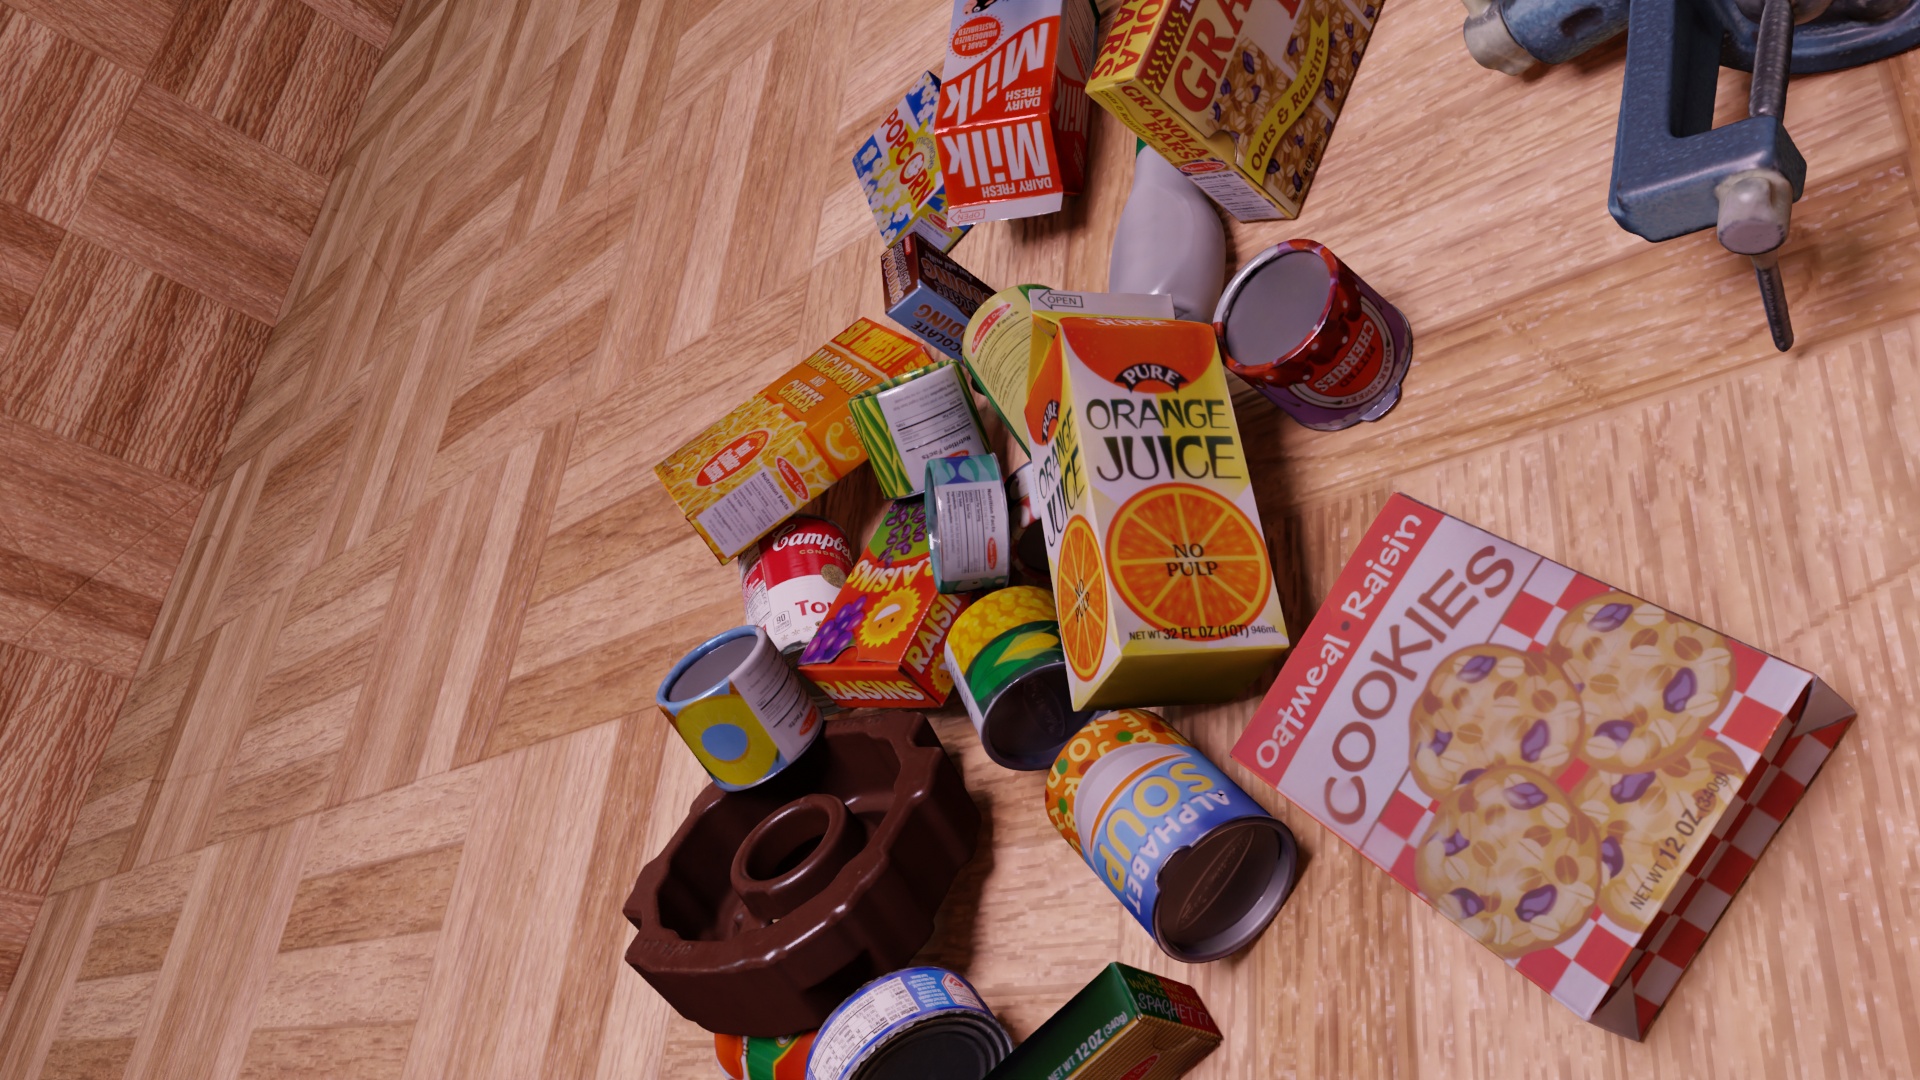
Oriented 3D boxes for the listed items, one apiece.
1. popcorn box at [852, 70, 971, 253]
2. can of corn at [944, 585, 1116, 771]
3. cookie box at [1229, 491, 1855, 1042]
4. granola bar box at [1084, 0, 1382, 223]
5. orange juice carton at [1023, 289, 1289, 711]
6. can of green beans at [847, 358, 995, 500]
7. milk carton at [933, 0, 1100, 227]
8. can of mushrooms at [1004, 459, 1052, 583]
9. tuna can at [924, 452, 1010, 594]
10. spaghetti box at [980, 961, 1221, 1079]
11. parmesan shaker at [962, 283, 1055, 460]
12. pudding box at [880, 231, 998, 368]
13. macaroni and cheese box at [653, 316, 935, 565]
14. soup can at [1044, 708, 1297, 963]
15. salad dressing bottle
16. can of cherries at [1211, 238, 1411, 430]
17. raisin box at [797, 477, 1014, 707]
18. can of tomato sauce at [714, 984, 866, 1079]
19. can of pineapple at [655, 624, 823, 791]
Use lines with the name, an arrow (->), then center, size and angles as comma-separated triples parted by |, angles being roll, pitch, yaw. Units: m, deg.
popcorn box -> -0.023, -0.250, 0.936 | 0.085, 0.038, 0.127 | -44, 40, 22
can of corn -> 0.034, 0.062, 0.645 | 0.071, 0.071, 0.058 | -49, 38, 17
cookie box -> 0.187, 0.067, 0.481 | 0.123, 0.040, 0.168 | -59, 37, 4
granola bar box -> 0.143, -0.258, 0.674 | 0.039, 0.124, 0.165 | 12, 77, 54
orange juice carton -> 0.076, -0.028, 0.600 | 0.072, 0.072, 0.193 | 112, 153, -62
can of green beans -> -0.022, -0.061, 0.759 | 0.071, 0.057, 0.071 | -20, 12, 5
milk carton -> 0.035, -0.267, 0.833 | 0.072, 0.073, 0.191 | -4, 62, 21
can of mushrooms -> 0.053, -0.009, 0.670 | 0.071, 0.071, 0.033 | -36, 44, 30
tuna can -> 0.002, -0.008, 0.663 | 0.071, 0.033, 0.071 | 178, 87, -83
spaghetti box -> 0.000, 0.262, 0.567 | 0.249, 0.050, 0.029 | -48, 37, 18
parmesan shaker -> 0.047, -0.078, 0.720 | 0.071, 0.071, 0.103 | -49, 39, 17
pudding box -> -0.007, -0.135, 0.804 | 0.030, 0.083, 0.050 | -34, 44, 31
macaroni and cheese box -> -0.098, -0.065, 0.839 | 0.167, 0.040, 0.124 | -37, 26, -8
soup can -> 0.080, 0.114, 0.551 | 0.071, 0.071, 0.084 | -57, 37, 6
salad dressing bottle -> 0.109, -0.171, 0.726 | 0.064, 0.044, 0.148 | -26, 47, 45
can of cherries -> 0.154, -0.089, 0.606 | 0.071, 0.058, 0.072 | -29, 47, 36
raisin box -> -0.022, 0.027, 0.726 | 0.086, 0.040, 0.124 | -7, 46, 47
can of tomato sauce -> -0.067, 0.235, 0.648 | 0.083, 0.071, 0.071 | -3, 66, 50
can of pineapple -> -0.114, 0.085, 0.710 | 0.071, 0.057, 0.071 | -26, 22, 12
